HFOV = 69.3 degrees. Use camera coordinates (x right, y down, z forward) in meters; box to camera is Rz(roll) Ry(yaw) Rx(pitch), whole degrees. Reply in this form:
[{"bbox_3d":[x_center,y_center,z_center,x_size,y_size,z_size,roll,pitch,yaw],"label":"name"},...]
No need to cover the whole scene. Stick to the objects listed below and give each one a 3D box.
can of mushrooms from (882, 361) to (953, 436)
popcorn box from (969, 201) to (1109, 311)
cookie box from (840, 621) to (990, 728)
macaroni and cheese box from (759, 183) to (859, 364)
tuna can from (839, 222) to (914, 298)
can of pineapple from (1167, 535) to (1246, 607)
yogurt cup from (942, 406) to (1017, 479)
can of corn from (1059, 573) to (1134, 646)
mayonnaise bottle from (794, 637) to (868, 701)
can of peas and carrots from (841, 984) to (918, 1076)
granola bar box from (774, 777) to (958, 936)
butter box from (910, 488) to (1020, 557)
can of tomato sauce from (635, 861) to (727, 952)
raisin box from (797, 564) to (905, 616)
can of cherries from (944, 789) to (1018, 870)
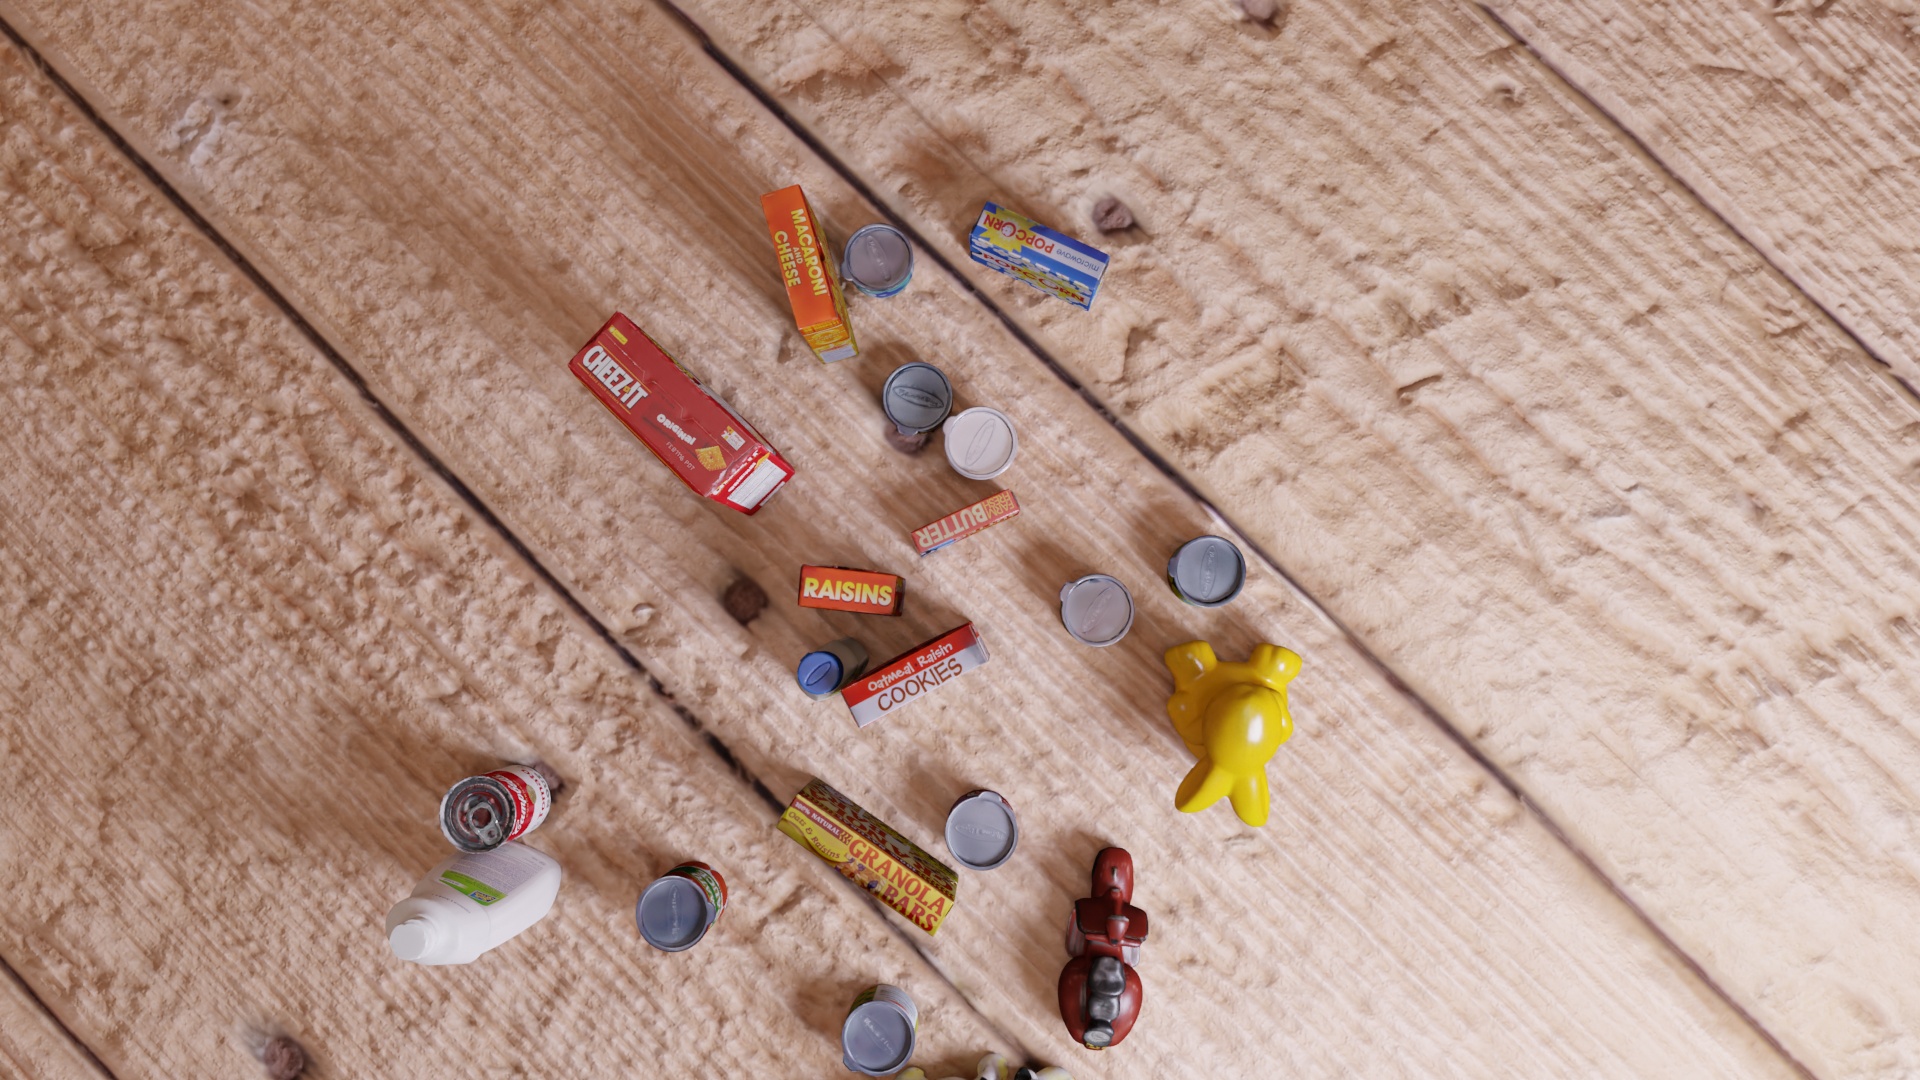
[{"bbox_3d":[-0.041,-0.131,1.313,0.071,0.033,0.071,0,86,1],"label":"can of mushrooms"},{"bbox_3d":[0.073,-0.263,1.293,0.127,0.085,0.038,25,88,3],"label":"popcorn box"},{"bbox_3d":[-0.037,0.115,1.229,0.123,0.167,0.040,-28,86,0],"label":"cookie box"},{"bbox_3d":[-0.133,-0.237,1.256,0.040,0.166,0.123,-16,86,1],"label":"macaroni and cheese box"},{"bbox_3d":[-0.079,-0.265,1.323,0.071,0.033,0.071,0,86,1],"label":"tuna can"},{"bbox_3d":[0.225,0.028,1.284,0.071,0.058,0.071,0,86,1],"label":"can of pineapple"},{"bbox_3d":[0.019,-0.088,1.298,0.072,0.054,0.072,0,86,1],"label":"yogurt cup"},{"bbox_3d":[0.123,0.063,1.284,0.071,0.058,0.071,0,86,1],"label":"can of corn"},{"bbox_3d":[-0.118,0.116,1.241,0.065,0.148,0.041,-43,87,-1],"label":"mayonnaise bottle"},{"bbox_3d":[-0.074,0.446,1.262,0.071,0.058,0.071,0,86,1],"label":"can of peas and carrots"},{"bbox_3d":[-0.080,0.278,1.241,0.165,0.124,0.039,34,88,3],"label":"granola bar box"},{"bbox_3d":[0.005,-0.016,1.294,0.103,0.053,0.024,-24,86,0],"label":"butter box"},{"bbox_3d":[-0.250,0.330,1.262,0.071,0.083,0.071,0,87,1],"label":"can of tomato sauce"},{"bbox_3d":[-0.096,0.046,1.257,0.086,0.123,0.040,6,87,2],"label":"raisin box"},{"bbox_3d":[0.021,0.262,1.273,0.071,0.058,0.071,0,86,1],"label":"can of cherries"}]
